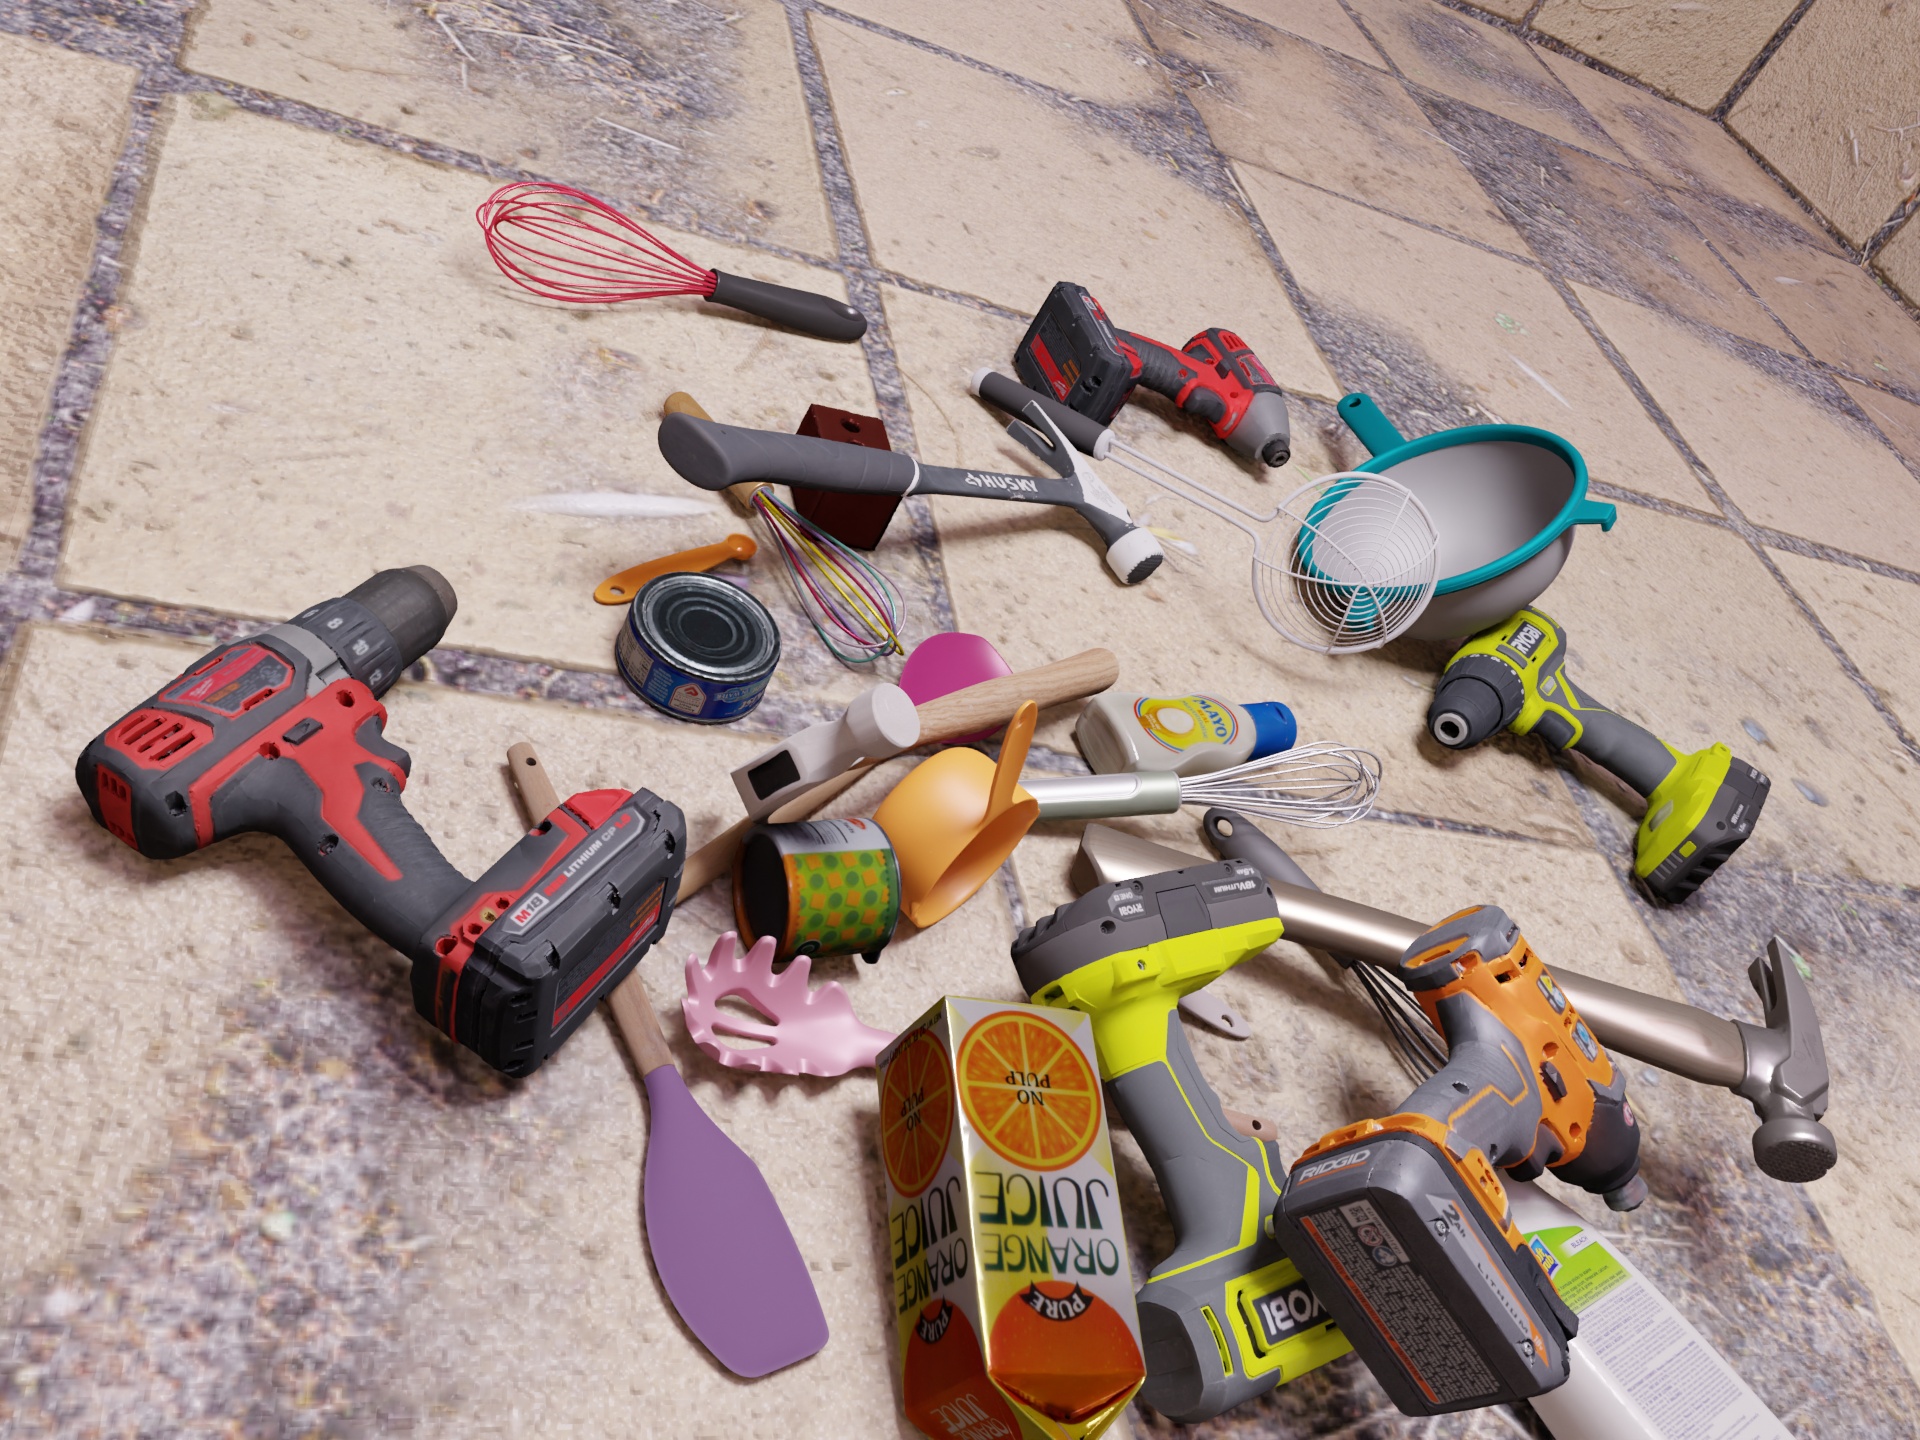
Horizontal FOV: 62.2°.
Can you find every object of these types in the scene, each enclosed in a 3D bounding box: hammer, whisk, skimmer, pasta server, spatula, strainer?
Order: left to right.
[{"bbox_3d":[-0.143,0.133,0.692,0.059,0.018,0.316,-7,54,-36],"label":"spatula"},{"bbox_3d":[-0.189,-0.304,1.094,0.295,0.073,0.073,6,45,-37],"label":"whisk"},{"bbox_3d":[-0.109,-0.120,0.967,0.245,0.051,0.047,48,22,26],"label":"whisk"},{"bbox_3d":[-0.023,-0.153,0.974,0.408,0.036,0.149,-4,54,-53],"label":"hammer"},{"bbox_3d":[-0.001,-0.003,0.846,0.331,0.130,0.031,-18,83,-58],"label":"hammer"},{"bbox_3d":[0.017,0.163,0.747,0.316,0.040,0.060,17,54,-19],"label":"pasta server"},{"bbox_3d":[0.129,0.040,0.909,0.246,0.059,0.058,-3,45,-15],"label":"whisk"},{"bbox_3d":[0.164,-0.168,1.134,0.364,0.127,0.090,34,21,28],"label":"skimmer"},{"bbox_3d":[0.228,0.131,0.908,0.239,0.055,0.055,44,41,21],"label":"whisk"},{"bbox_3d":[0.363,-0.159,1.245,0.341,0.211,0.095,-98,162,-58],"label":"strainer"},{"bbox_3d":[0.263,0.124,0.870,0.410,0.038,0.146,17,42,3],"label":"hammer"}]

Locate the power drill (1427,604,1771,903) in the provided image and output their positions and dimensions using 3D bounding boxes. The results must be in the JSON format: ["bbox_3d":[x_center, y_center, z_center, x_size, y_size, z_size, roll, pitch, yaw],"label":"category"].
[{"bbox_3d":[0.446,0.022,1.136,0.228,0.080,0.190,39,39,14],"label":"power drill"}]

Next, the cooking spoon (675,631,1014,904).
[{"bbox_3d":[-0.062,0.025,0.855,0.069,0.017,0.319,52,42,2],"label":"cooking spoon"}]

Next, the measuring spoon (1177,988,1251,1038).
[{"bbox_3d":[0.100,0.141,0.844,0.124,0.018,0.034,30,34,-12],"label":"measuring spoon"}]

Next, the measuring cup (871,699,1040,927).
[{"bbox_3d":[-0.001,0.030,0.770,0.052,0.173,0.095,41,56,19],"label":"measuring cup"}]

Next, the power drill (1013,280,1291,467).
[{"bbox_3d":[0.164,-0.264,1.260,0.219,0.078,0.143,4,47,-33],"label":"power drill"}]

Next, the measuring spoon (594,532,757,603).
[{"bbox_3d":[-0.163,-0.085,0.916,0.021,0.011,0.117,44,44,19],"label":"measuring spoon"}]

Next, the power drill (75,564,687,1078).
[{"bbox_3d":[-0.229,0.027,0.689,0.227,0.080,0.188,30,45,10],"label":"power drill"}]

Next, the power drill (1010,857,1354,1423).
[{"bbox_3d":[0.124,0.185,0.738,0.171,0.080,0.223,-6,67,-37],"label":"power drill"}]

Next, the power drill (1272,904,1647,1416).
[{"bbox_3d":[0.243,0.203,0.720,0.164,0.084,0.226,54,40,-1],"label":"power drill"}]
